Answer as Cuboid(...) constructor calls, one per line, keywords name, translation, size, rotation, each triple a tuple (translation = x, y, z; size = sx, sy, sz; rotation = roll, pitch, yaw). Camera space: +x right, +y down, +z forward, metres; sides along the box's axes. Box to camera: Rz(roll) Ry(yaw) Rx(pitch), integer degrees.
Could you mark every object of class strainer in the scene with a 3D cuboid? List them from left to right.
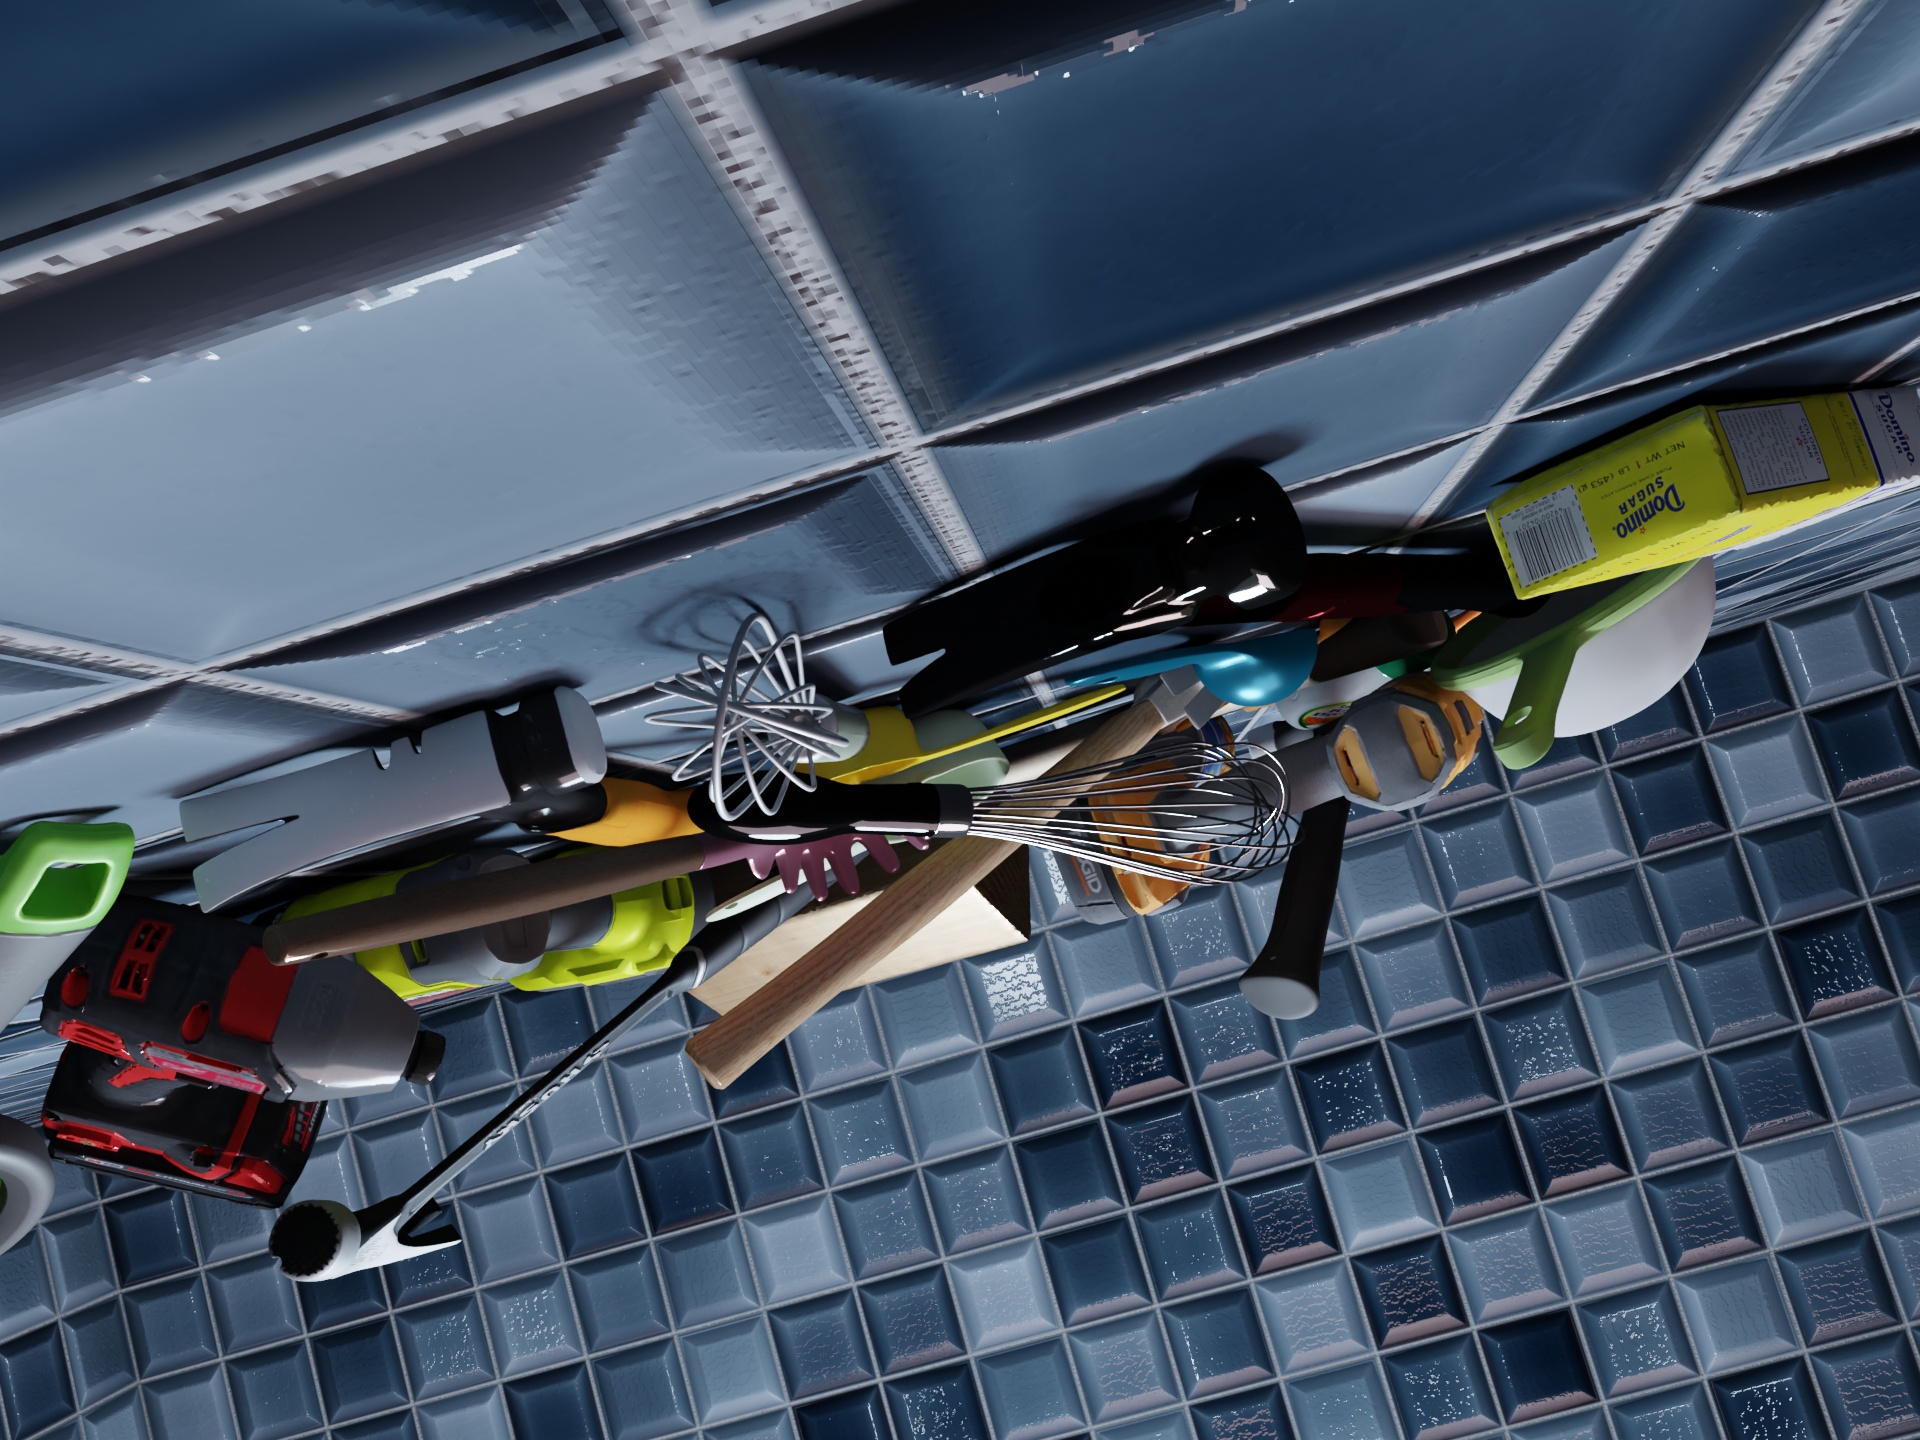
Cuboid(name="strainer", translation=(0.289, -0.017, 0.732), size=(0.151, 0.069, 0.256), rotation=(-32, -174, 35))

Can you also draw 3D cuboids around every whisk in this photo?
Cuboid(name="whisk", translation=(-0.055, 0.001, 0.537), size=(0.058, 0.059, 0.246), rotation=(8, 179, 3))
Cuboid(name="whisk", translation=(0.023, 0.039, 0.678), size=(0.284, 0.070, 0.070), rotation=(3, 166, -24))

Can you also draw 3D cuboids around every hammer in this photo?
Cuboid(name="hammer", translation=(-0.157, 0.037, 0.622), size=(0.127, 0.034, 0.337), rotation=(-17, 173, 3))
Cuboid(name="hammer", translation=(-0.153, 0.142, 0.824), size=(0.409, 0.036, 0.149), rotation=(-39, 165, -10))
Cuboid(name="hammer", translation=(0.008, 0.064, 0.771), size=(0.331, 0.031, 0.130), rotation=(-37, 179, -16))
Cuboid(name="hammer", translation=(0.093, 0.006, 0.961), size=(0.410, 0.038, 0.146), rotation=(-20, 174, 30))
Cuboid(name="hammer", translation=(0.137, -0.047, 0.618), size=(0.143, 0.038, 0.386), rotation=(-20, 173, 36))
Cuboid(name="hammer", translation=(0.220, 0.066, 0.948), size=(0.146, 0.035, 0.335), rotation=(-21, -162, 28))

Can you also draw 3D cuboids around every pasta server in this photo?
Cuboid(name="pasta server", translation=(-0.120, 0.062, 0.620), size=(0.060, 0.040, 0.316), rotation=(-39, 163, 31))

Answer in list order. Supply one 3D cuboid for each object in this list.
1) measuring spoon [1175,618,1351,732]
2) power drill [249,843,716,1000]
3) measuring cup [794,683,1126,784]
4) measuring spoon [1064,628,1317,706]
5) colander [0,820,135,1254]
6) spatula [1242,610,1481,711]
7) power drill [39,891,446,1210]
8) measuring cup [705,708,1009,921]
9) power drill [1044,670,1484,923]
Cuboid(name="measuring spoon", translation=(0.158, -0.027, 0.847), size=(0.117, 0.011, 0.021), rotation=(-36, -179, 29))
Cuboid(name="power drill", translation=(-0.251, 0.109, 0.819), size=(0.190, 0.080, 0.228), rotation=(-15, 172, 23))
Cuboid(name="measuring cup", translation=(-0.001, -0.002, 0.715), size=(0.156, 0.029, 0.062), rotation=(-18, 174, -12))
Cuboid(name="measuring spoon", translation=(0.073, -0.011, 0.495), size=(0.042, 0.021, 0.128), rotation=(-18, 175, 39))
Cuboid(name="colander", translation=(-0.400, 0.118, 0.550), size=(0.397, 0.095, 0.204), rotation=(-40, 155, 25))
Cuboid(name="spatula", translation=(0.298, -0.042, 1.039), size=(0.081, 0.041, 0.322), rotation=(-13, 173, -35))
Cuboid(name="power drill", translation=(-0.308, 0.143, 0.673), size=(0.143, 0.079, 0.219), rotation=(21, 147, -21))
Cuboid(name="measuring cup", translation=(-0.057, 0.046, 0.782), size=(0.167, 0.038, 0.083), rotation=(-28, 160, 1))
Cuboid(name="power drill", translation=(0.180, 0.032, 0.887), size=(0.226, 0.084, 0.185), rotation=(-23, 178, 26))
